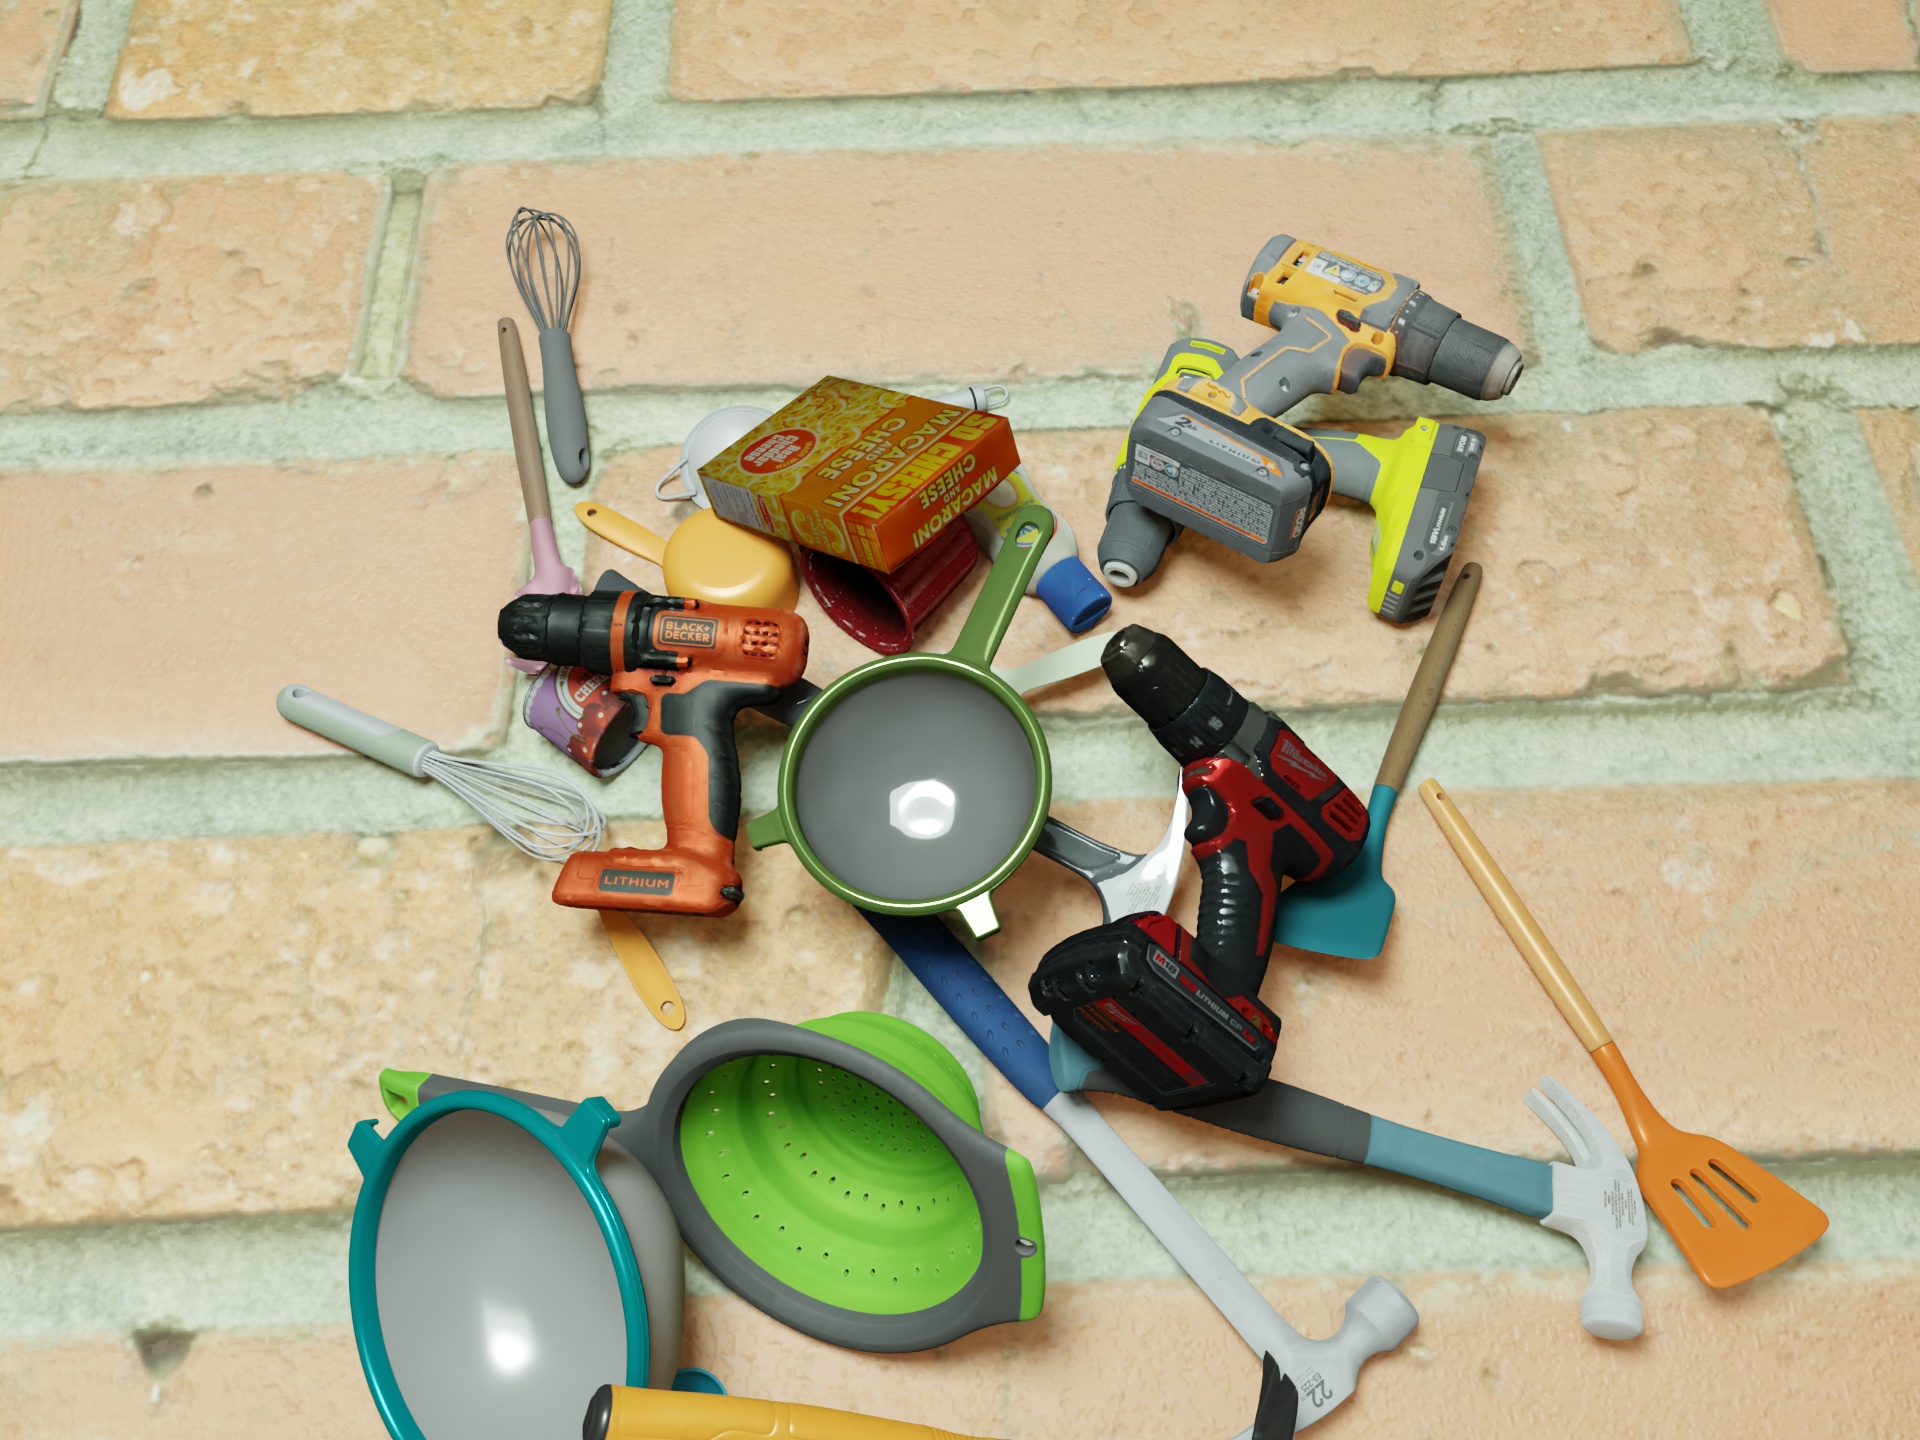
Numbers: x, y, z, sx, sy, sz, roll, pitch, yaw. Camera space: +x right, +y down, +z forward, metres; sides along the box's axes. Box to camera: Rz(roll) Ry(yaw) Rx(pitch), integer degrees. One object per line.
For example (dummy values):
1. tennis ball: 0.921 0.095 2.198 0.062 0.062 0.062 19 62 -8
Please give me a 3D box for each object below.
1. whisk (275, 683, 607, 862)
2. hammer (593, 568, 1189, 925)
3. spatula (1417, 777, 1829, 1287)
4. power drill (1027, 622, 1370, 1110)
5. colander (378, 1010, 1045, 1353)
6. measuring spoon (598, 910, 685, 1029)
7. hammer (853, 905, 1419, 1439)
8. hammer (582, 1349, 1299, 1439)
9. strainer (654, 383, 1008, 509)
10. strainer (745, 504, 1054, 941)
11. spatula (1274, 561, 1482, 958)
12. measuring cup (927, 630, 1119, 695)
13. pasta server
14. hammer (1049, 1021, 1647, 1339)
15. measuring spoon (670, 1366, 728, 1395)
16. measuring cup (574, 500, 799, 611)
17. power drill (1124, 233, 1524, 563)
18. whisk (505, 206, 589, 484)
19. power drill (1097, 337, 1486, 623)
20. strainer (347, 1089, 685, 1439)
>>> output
1. whisk: -0.326 0.027 0.988 0.246 0.059 0.058 21 29 16
2. hammer: -0.052 0.009 0.958 0.409 0.036 0.149 28 74 13
3. spatula: 0.358 0.163 0.914 0.081 0.041 0.323 -22 64 -12
4. power drill: 0.120 0.071 0.854 0.187 0.080 0.227 42 52 -14
5. colander: -0.131 0.214 0.863 0.397 0.204 0.094 6 28 21
6. measuring spoon: -0.196 0.136 0.952 0.021 0.011 0.117 -30 70 -14
7. hammer: 0.058 0.221 0.890 0.144 0.035 0.406 -37 68 -17
8. hammer: -0.004 0.338 0.735 0.336 0.034 0.127 14 97 -17
9. strainer: -0.088 -0.201 1.105 0.258 0.050 0.087 -16 74 -11
10. strainer: -0.001 -0.003 0.904 0.151 0.069 0.256 20 71 14
11. spatula: 0.271 0.017 0.987 0.082 0.044 0.318 9 58 35
12. measuring cup: 0.036 -0.017 1.011 0.167 0.038 0.083 -21 65 -12
13. pasta server: -0.294 -0.160 1.086 0.060 0.040 0.316 -20 62 7
14. hammer: 0.206 0.224 0.861 0.331 0.033 0.128 16 53 2
15. measuring spoon: -0.102 0.378 0.827 0.128 0.021 0.042 25 65 2
16. measuring cup: -0.188 -0.118 1.054 0.174 0.052 0.095 28 67 12
17. power drill: 0.230 -0.202 0.999 0.185 0.084 0.226 29 62 19
18. whisk: -0.290 -0.272 1.142 0.055 0.055 0.239 -11 68 -5
19. power drill: 0.212 -0.147 1.054 0.228 0.080 0.191 18 63 12
20. strainer: -0.195 0.348 0.798 0.211 0.095 0.340 -14 84 33
